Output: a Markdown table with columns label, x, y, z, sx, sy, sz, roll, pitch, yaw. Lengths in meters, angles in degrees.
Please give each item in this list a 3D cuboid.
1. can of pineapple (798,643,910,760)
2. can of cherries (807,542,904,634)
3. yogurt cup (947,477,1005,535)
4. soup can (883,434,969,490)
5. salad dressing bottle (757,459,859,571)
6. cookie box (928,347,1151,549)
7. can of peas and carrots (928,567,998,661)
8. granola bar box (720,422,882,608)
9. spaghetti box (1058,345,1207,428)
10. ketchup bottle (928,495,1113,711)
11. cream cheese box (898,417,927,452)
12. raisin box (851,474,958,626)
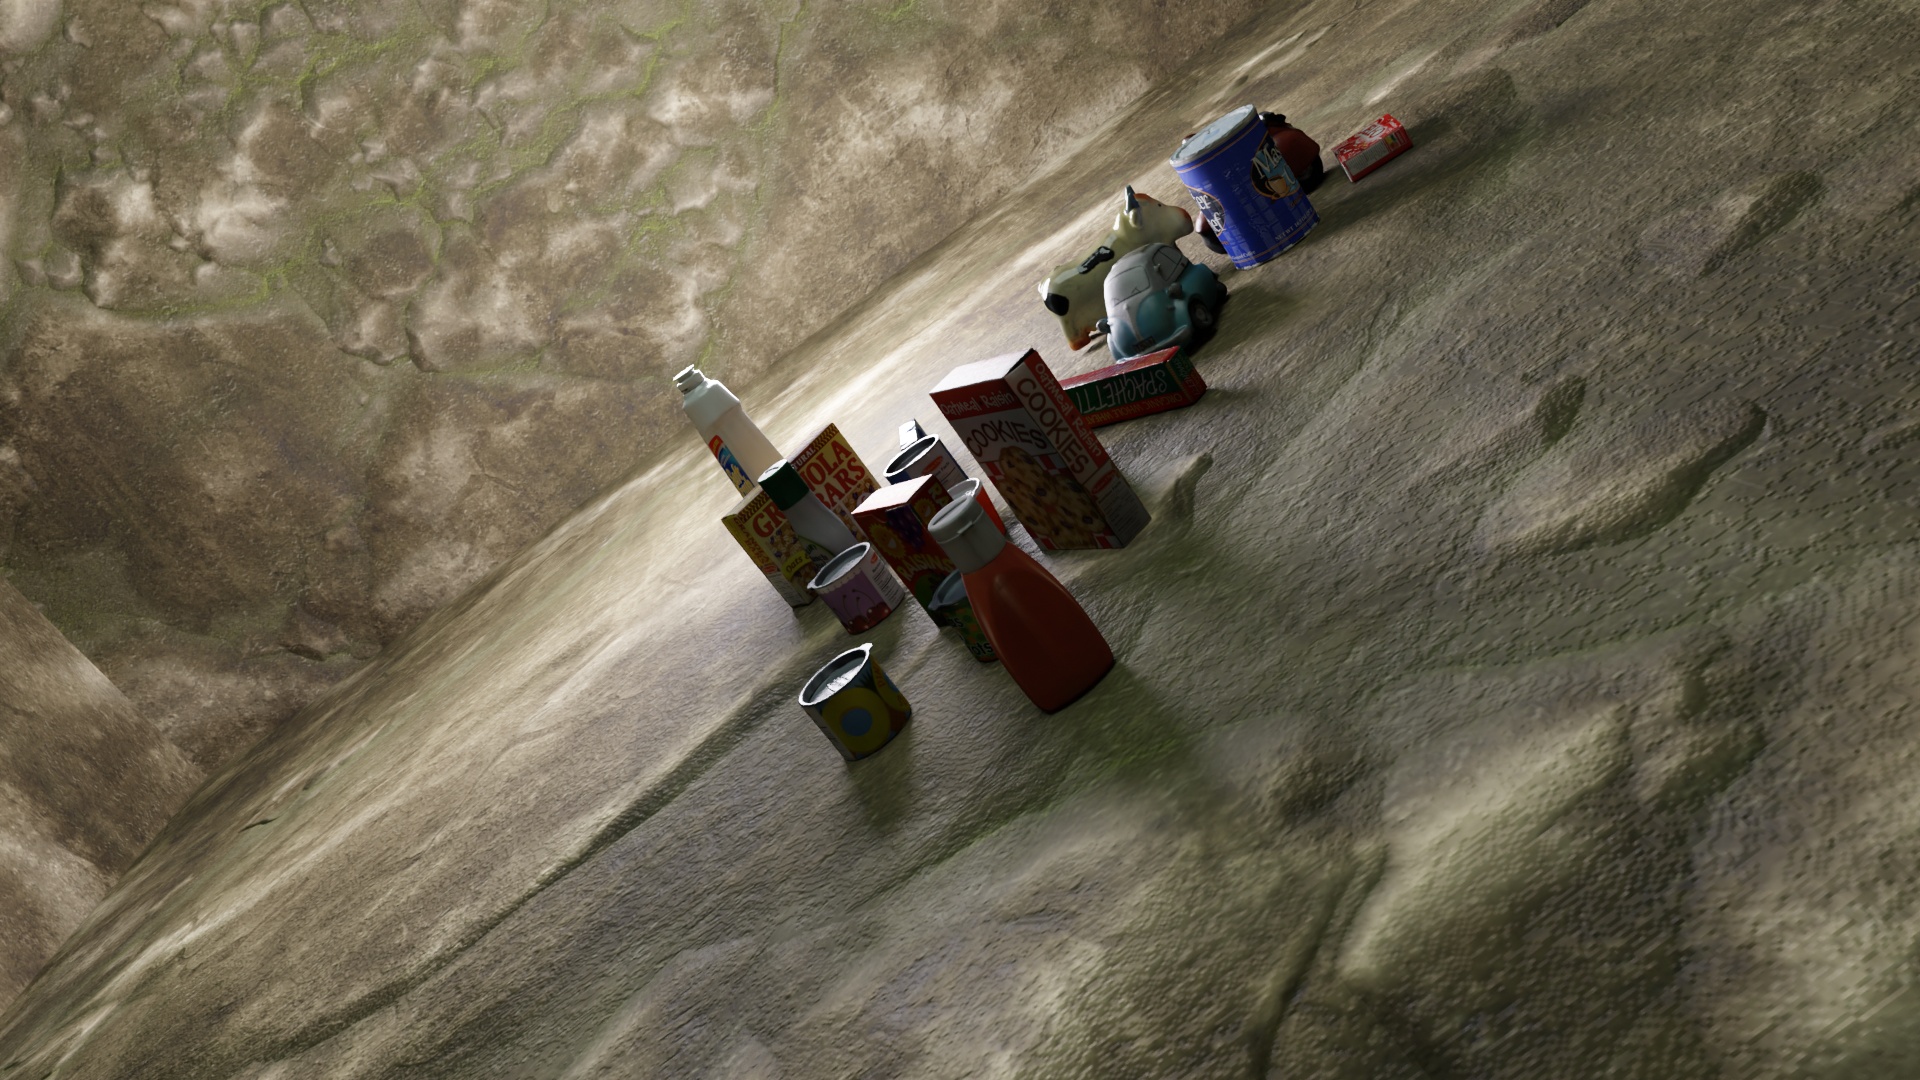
| label | x | y | z | sx | sy | sz | roll | pitch | yaw |
| --- | --- | --- | --- | --- | --- | --- | --- | --- | --- |
| can of pineapple | -0.078 | 0.123 | 1.054 | 0.071 | 0.057 | 0.071 | -33 | 18 | 12 |
| can of cherries | -0.097 | 0.046 | 1.287 | 0.071 | 0.058 | 0.072 | -33 | 18 | 12 |
| yogurt cup | 0.005 | -0.016 | 1.262 | 0.072 | 0.054 | 0.072 | -33 | 18 | 12 |
| soup can | -0.026 | -0.052 | 1.362 | 0.071 | 0.083 | 0.071 | -33 | 18 | 12 |
| salad dressing bottle | -0.142 | -0.012 | 1.373 | 0.044 | 0.147 | 0.064 | -45 | 19 | -27 |
| cookie box | 0.061 | -0.069 | 1.101 | 0.040 | 0.167 | 0.123 | -44 | 19 | -22 |
| can of peas and carrots | 0.020 | 0.051 | 1.051 | 0.071 | 0.058 | 0.071 | -33 | 18 | 12 |
| granola bar box | -0.159 | -0.028 | 1.485 | 0.039 | 0.124 | 0.166 | -15 | 27 | 50 |
| spaghetti box | 0.134 | -0.137 | 1.335 | 0.029 | 0.050 | 0.249 | -46 | 20 | -29 |
| ketchup bottle | 0.036 | 0.038 | 0.904 | 0.065 | 0.148 | 0.043 | -38 | 17 | -6 |
| cream cheese box | -0.045 | -0.102 | 1.578 | 0.024 | 0.053 | 0.104 | -34 | 17 | 7 |
| raisin box | -0.021 | 0.010 | 1.126 | 0.040 | 0.123 | 0.086 | -47 | 20 | -30 |
